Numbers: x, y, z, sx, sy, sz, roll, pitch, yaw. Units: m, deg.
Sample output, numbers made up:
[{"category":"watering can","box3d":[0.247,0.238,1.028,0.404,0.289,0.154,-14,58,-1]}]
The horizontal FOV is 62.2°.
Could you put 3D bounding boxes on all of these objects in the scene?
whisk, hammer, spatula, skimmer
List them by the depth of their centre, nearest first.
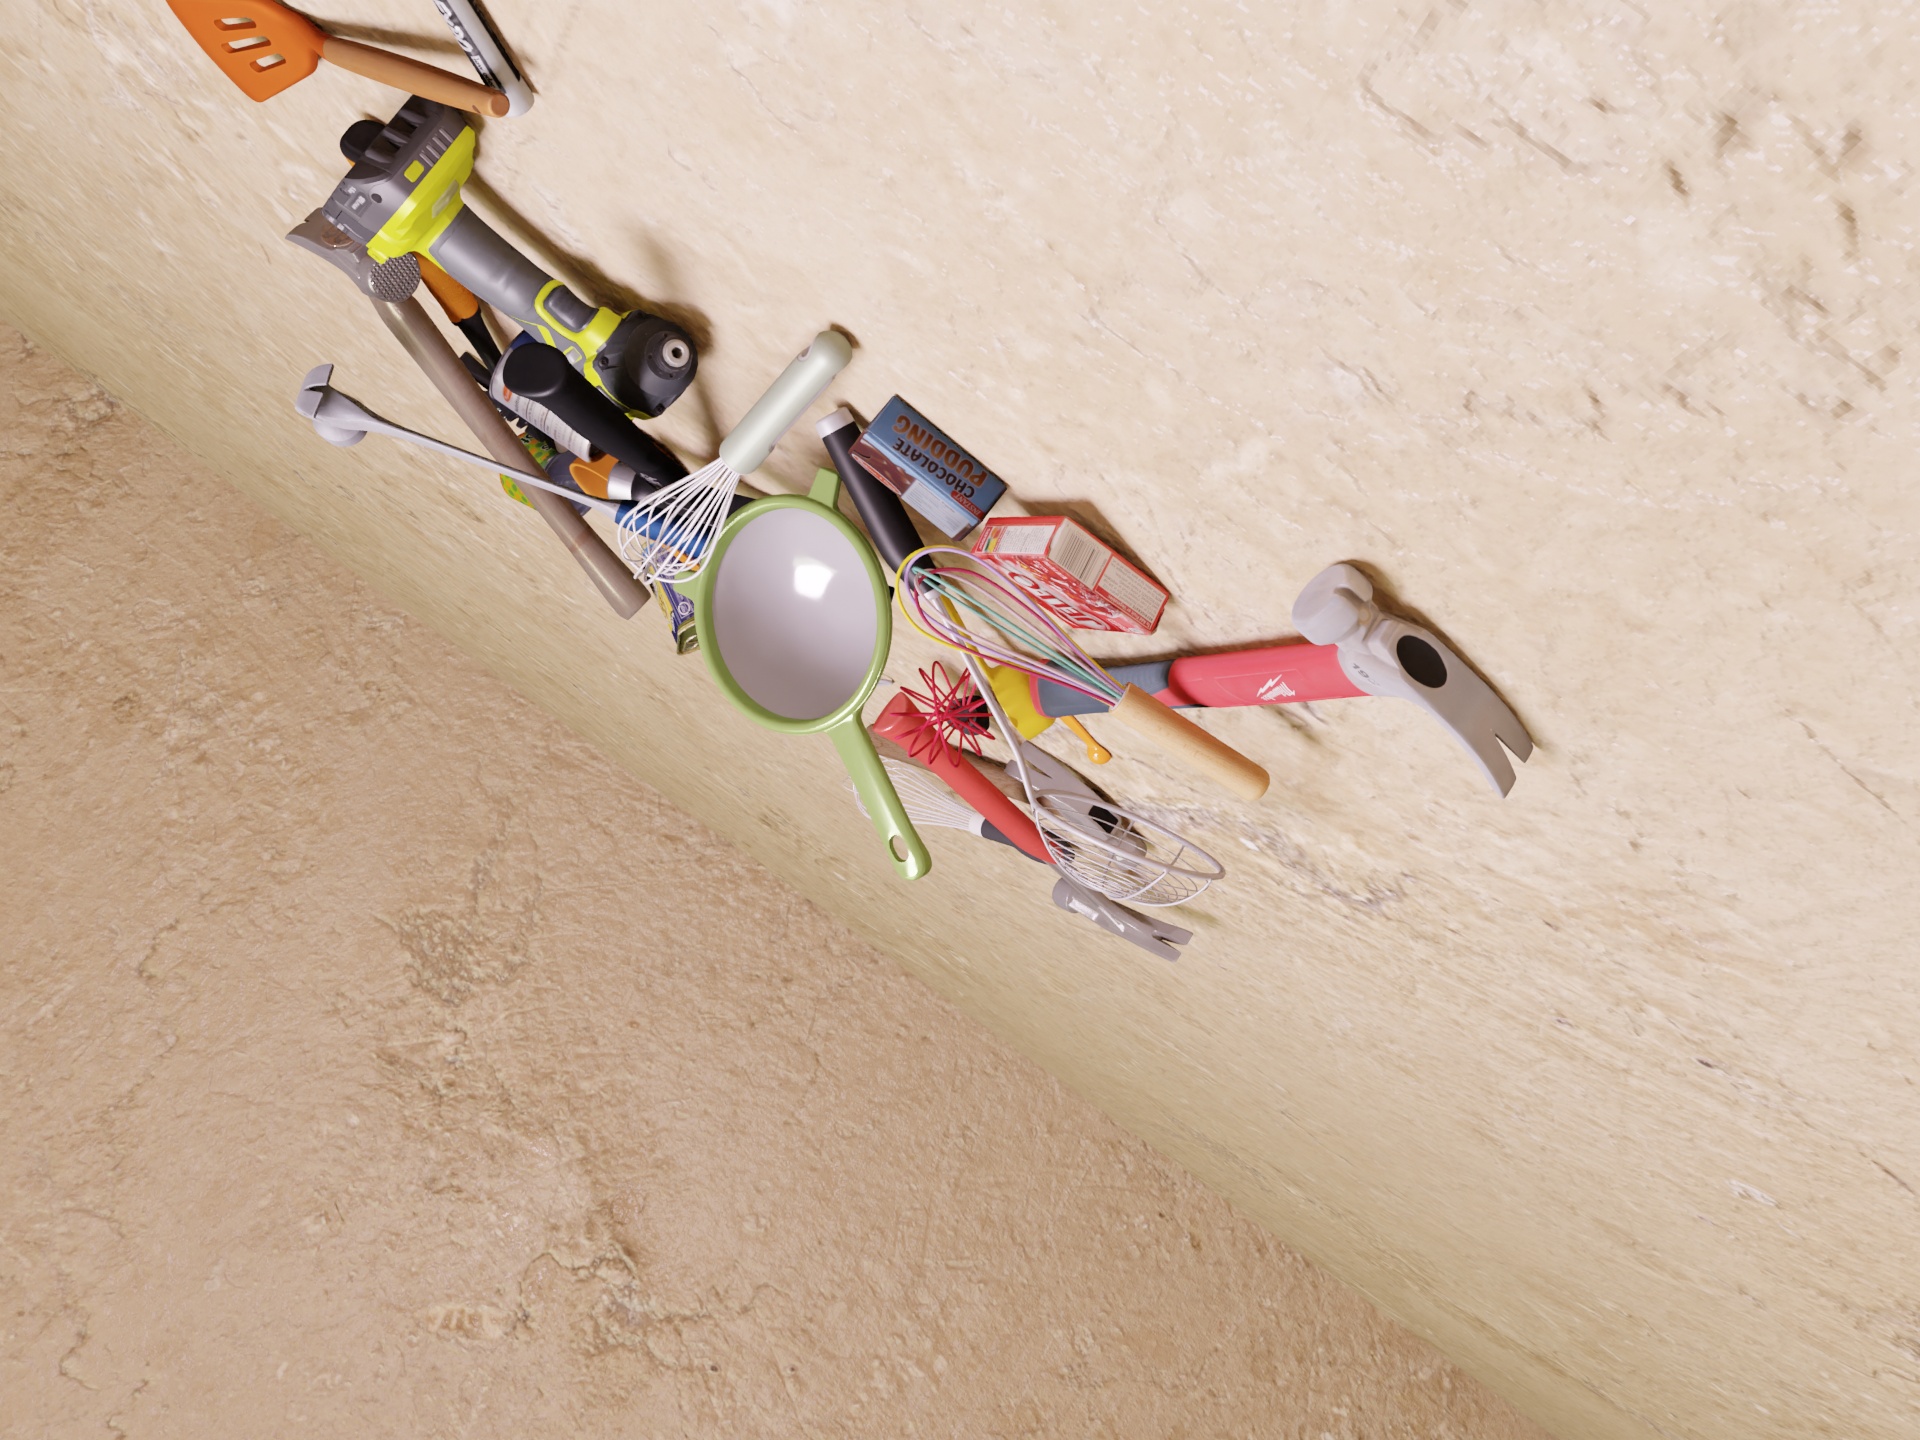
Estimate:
[{"category":"spatula","box3d":[-0.347,-0.366,0.894,0.323,0.041,0.080,30,164,38]},{"category":"whisk","box3d":[0.069,-0.022,0.896,0.245,0.047,0.051,32,165,-9]},{"category":"hammer","box3d":[0.150,-0.013,0.913,0.143,0.038,0.386,39,165,-17]},{"category":"whisk","box3d":[-0.134,-0.149,0.932,0.059,0.058,0.246,35,137,-18]},{"category":"skimmer","box3d":[0.038,-0.039,0.964,0.363,0.090,0.127,60,-176,-10]},{"category":"hammer","box3d":[-0.203,-0.171,1.014,0.146,0.035,0.334,18,177,8]},{"category":"hammer","box3d":[-0.238,-0.143,1.055,0.405,0.035,0.144,19,177,-10]},{"category":"whisk","box3d":[-0.002,-0.004,1.130,0.073,0.073,0.296,35,-177,5]},{"category":"hammer","box3d":[-0.374,-0.313,1.156,0.127,0.034,0.336,31,164,13]},{"category":"hammer","box3d":[-0.361,-0.220,1.236,0.146,0.038,0.410,32,162,37]},{"category":"hammer","box3d":[0.052,0.089,1.304,0.149,0.037,0.358,20,163,47]},{"category":"hammer","box3d":[0.016,0.046,1.399,0.331,0.031,0.129,17,157,51]},{"category":"whisk","box3d":[-0.003,0.092,1.548,0.285,0.070,0.070,18,157,37]}]

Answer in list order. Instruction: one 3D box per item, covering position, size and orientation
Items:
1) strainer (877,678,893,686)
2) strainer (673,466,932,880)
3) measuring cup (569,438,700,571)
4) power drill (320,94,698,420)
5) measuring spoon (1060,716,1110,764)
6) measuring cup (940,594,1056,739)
[{"category":"strainer","box3d":[-0.172,-0.069,1.428,0.259,0.050,0.086,29,-178,25]},{"category":"strainer","box3d":[-0.069,-0.022,1.006,0.151,0.069,0.256,-29,84,31]},{"category":"measuring cup","box3d":[-0.223,-0.163,1.253,0.173,0.052,0.095,40,165,-21]},{"category":"power drill","box3d":[-0.265,-0.271,0.973,0.223,0.080,0.171,39,166,-26]},{"category":"measuring spoon","box3d":[0.070,-0.003,1.164,0.116,0.011,0.021,44,163,-27]},{"category":"measuring cup","box3d":[0.020,-0.055,1.090,0.156,0.029,0.062,57,-168,-23]}]
